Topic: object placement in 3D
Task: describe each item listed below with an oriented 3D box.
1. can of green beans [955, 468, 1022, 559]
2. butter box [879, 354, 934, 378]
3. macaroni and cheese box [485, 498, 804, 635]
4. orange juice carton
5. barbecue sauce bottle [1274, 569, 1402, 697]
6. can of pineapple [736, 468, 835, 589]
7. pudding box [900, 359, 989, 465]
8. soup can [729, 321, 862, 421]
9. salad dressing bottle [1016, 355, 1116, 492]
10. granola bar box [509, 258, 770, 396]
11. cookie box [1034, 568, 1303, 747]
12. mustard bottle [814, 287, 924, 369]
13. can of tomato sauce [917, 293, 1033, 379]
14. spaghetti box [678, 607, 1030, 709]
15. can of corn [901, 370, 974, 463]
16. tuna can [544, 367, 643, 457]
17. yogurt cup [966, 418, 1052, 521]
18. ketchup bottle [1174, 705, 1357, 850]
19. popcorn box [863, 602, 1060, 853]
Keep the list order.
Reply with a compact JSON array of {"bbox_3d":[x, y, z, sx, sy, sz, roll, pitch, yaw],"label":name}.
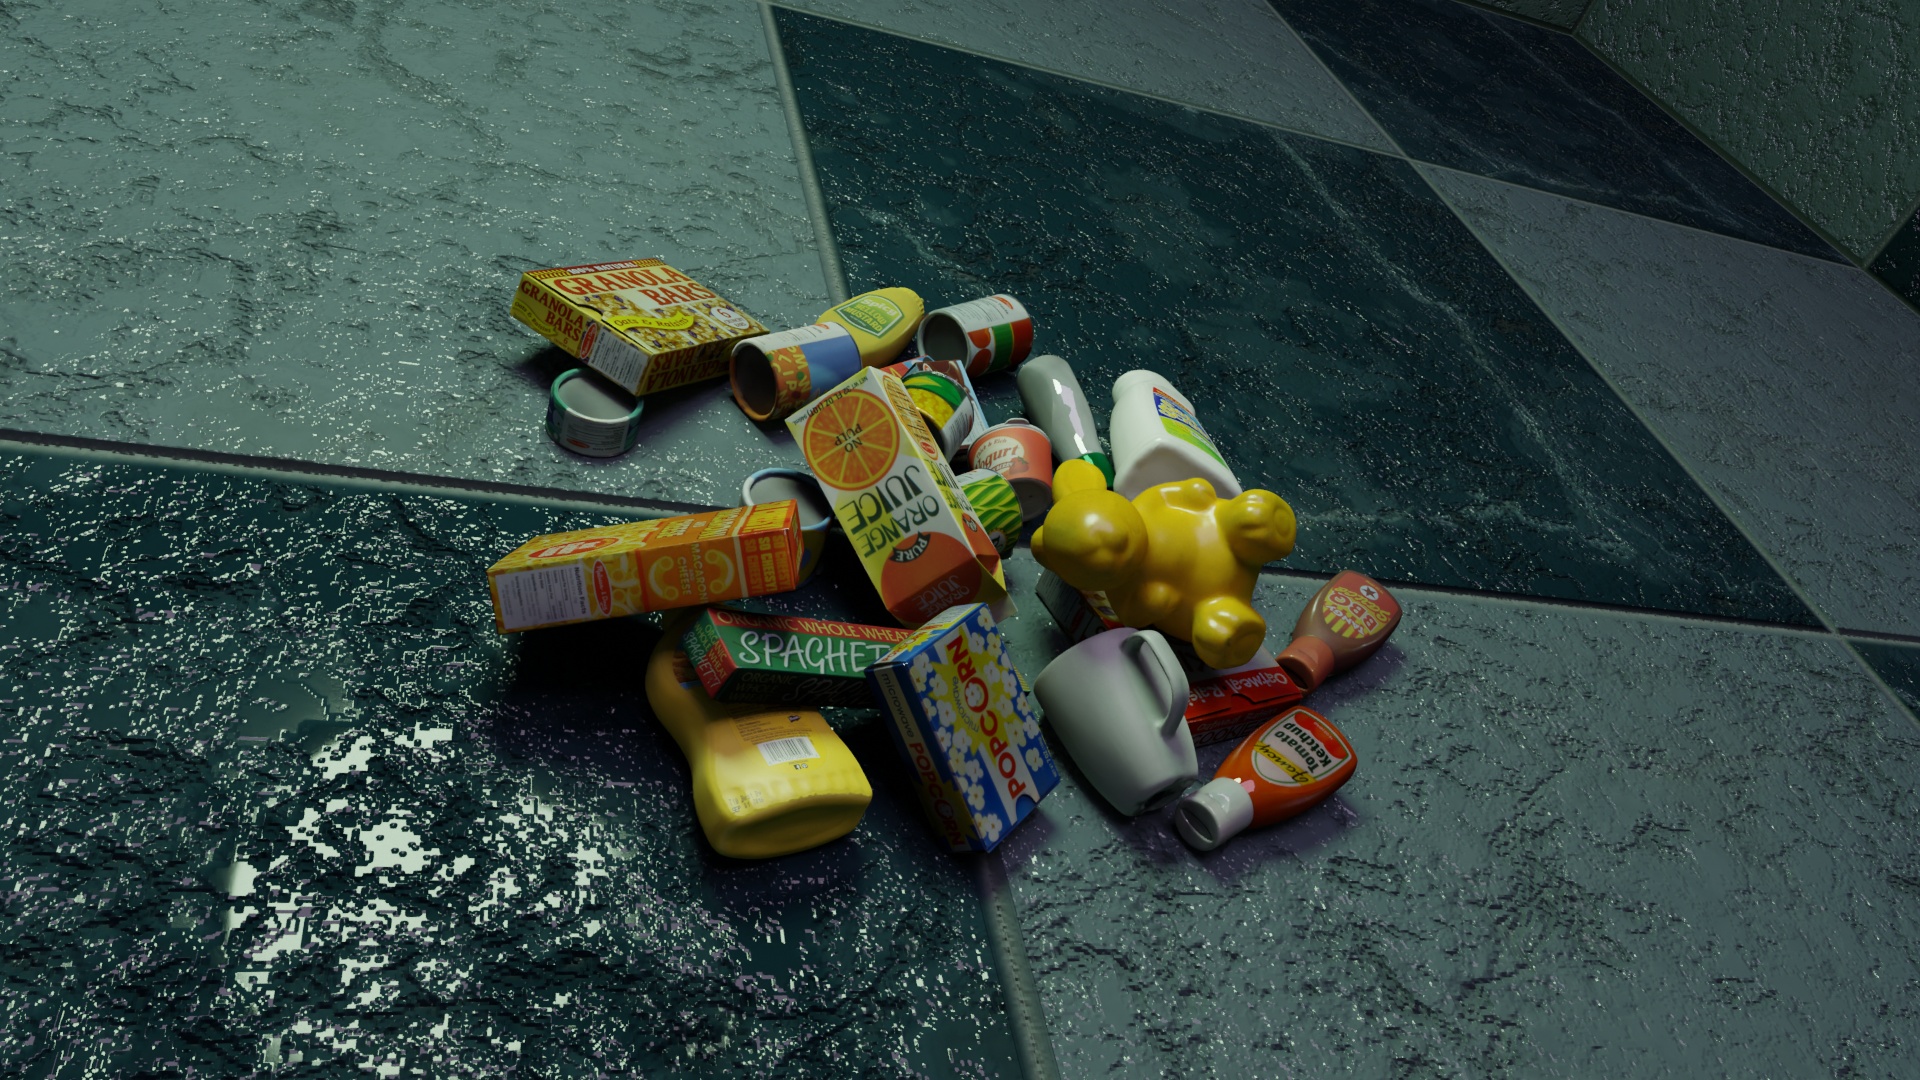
[{"bbox_3d":[0.003,-0.015,1.021,0.058,0.071,0.071,-19,54,-41],"label":"can of green beans"},{"bbox_3d":[-0.048,-0.122,1.158,0.053,0.024,0.104,43,42,22],"label":"butter box"},{"bbox_3d":[-0.179,0.013,0.823,0.167,0.040,0.124,-8,10,-3],"label":"macaroni and cheese box"},{"bbox_3d":[-0.036,-0.017,0.950,0.193,0.071,0.073,61,13,8],"label":"orange juice carton"},{"bbox_3d":[0.288,0.075,1.079,0.065,0.043,0.149,39,40,18],"label":"barbecue sauce bottle"},{"bbox_3d":[-0.122,-0.008,0.954,0.071,0.057,0.071,15,38,-12],"label":"can of pineapple"},{"bbox_3d":[-0.010,-0.104,1.126,0.050,0.030,0.084,-11,72,-41],"label":"pudding box"},{"bbox_3d":[-0.129,-0.131,1.095,0.084,0.071,0.071,-20,55,-40],"label":"soup can"},{"bbox_3d":[0.093,-0.089,1.167,0.044,0.064,0.148,-9,55,-19],"label":"salad dressing bottle"},{"bbox_3d":[-0.242,-0.169,1.072,0.124,0.039,0.166,32,24,12],"label":"granola bar box"},{"bbox_3d":[0.150,0.073,1.012,0.123,0.040,0.168,-7,46,-34],"label":"cookie box"},{"bbox_3d":[-0.072,-0.187,1.204,0.065,0.048,0.161,32,38,9],"label":"mustard bottle"},{"bbox_3d":[0.013,-0.176,1.224,0.083,0.070,0.071,-22,56,-43],"label":"can of tomato sauce"},{"bbox_3d":[-0.055,0.078,0.849,0.250,0.028,0.050,11,35,-46],"label":"spaghetti box"},{"bbox_3d":[-0.032,-0.085,1.032,0.071,0.070,0.058,26,37,4],"label":"can of corn"},{"bbox_3d":[-0.265,-0.095,1.006,0.071,0.032,0.071,14,39,-12],"label":"tuna can"},{"bbox_3d":[0.042,-0.051,1.088,0.072,0.072,0.054,8,48,-20],"label":"yogurt cup"},{"bbox_3d":[0.202,0.162,0.929,0.149,0.043,0.065,-20,55,-41],"label":"ketchup bottle"},{"bbox_3d":[0.003,0.112,0.834,0.085,0.038,0.126,-33,104,-48],"label":"popcorn box"}]
